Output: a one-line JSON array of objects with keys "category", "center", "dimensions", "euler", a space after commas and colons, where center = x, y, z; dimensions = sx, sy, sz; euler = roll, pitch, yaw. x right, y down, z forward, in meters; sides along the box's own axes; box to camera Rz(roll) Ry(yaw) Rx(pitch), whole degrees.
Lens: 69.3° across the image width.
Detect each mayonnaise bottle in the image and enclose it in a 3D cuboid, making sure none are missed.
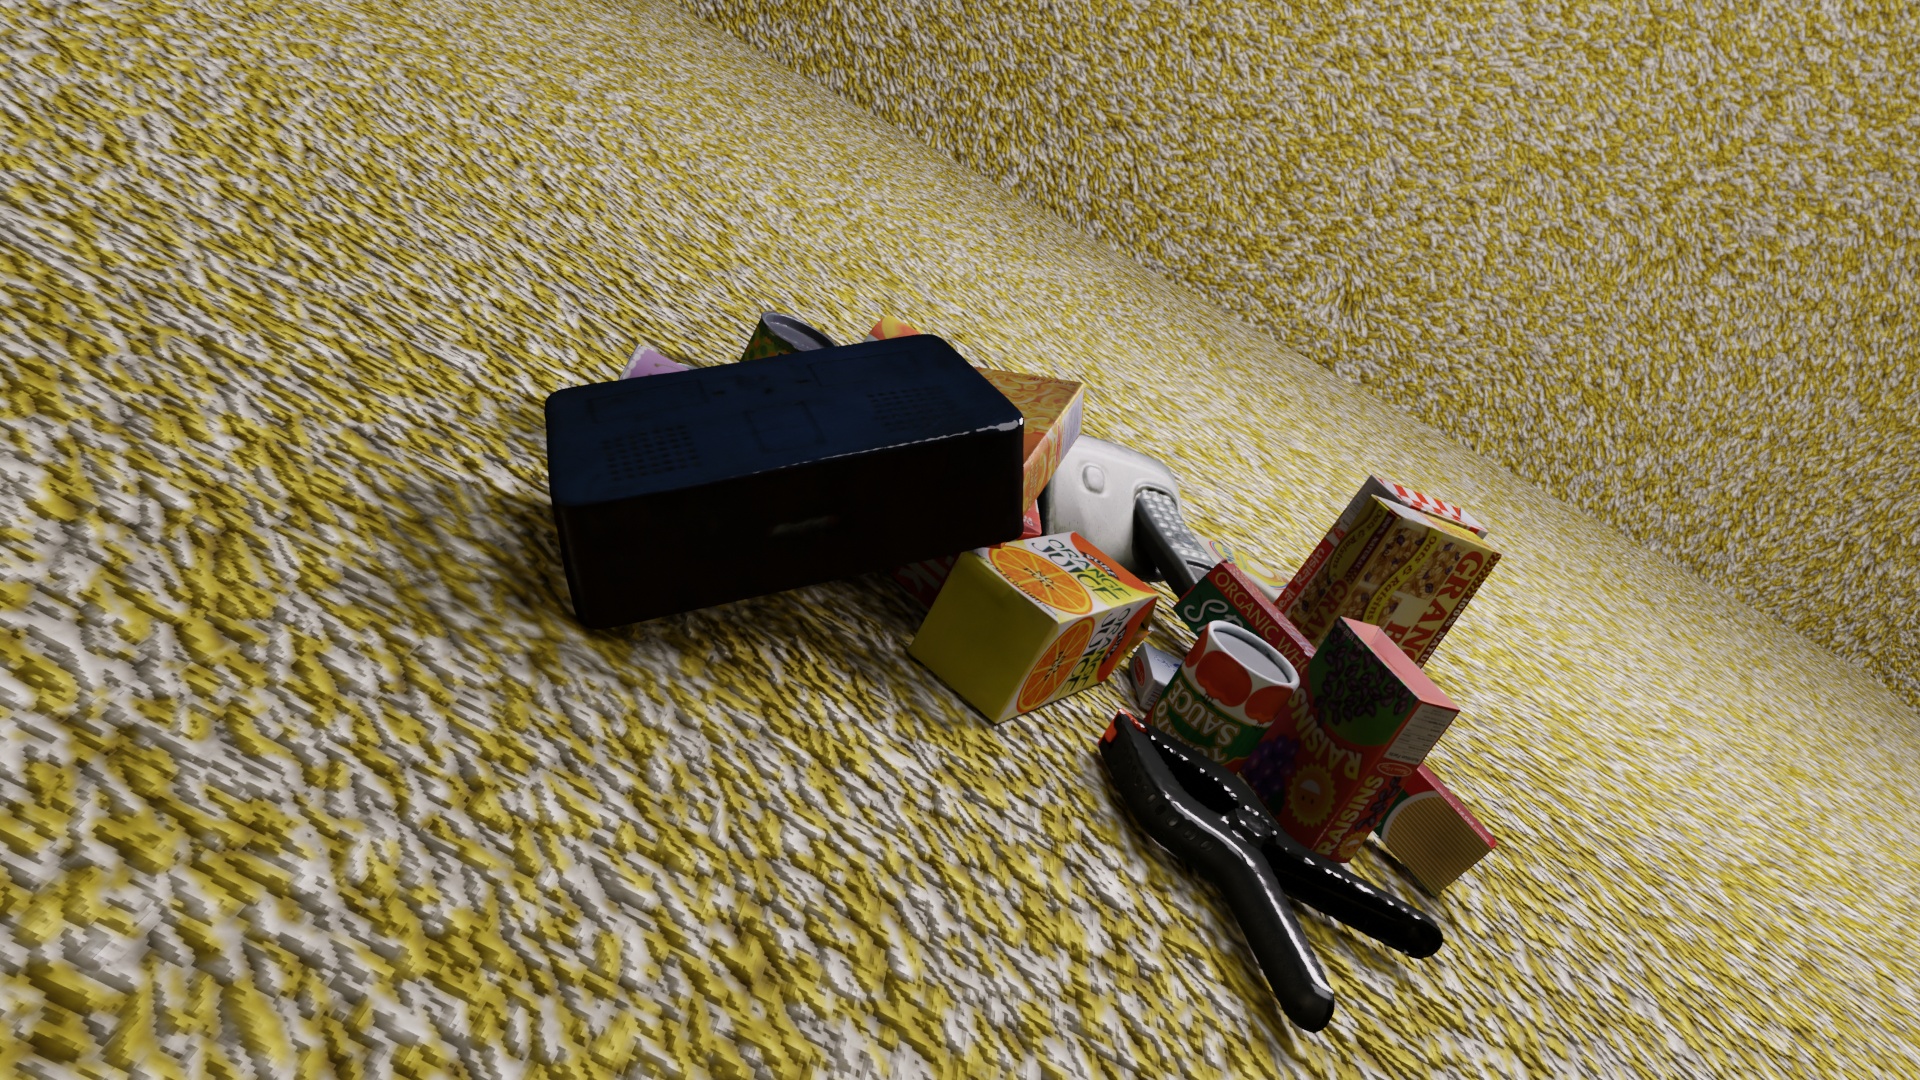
[{"category": "mayonnaise bottle", "center": [0.217, 0.027, 1.164], "dimensions": [0.148, 0.041, 0.065], "euler": [26, 22, -12]}]

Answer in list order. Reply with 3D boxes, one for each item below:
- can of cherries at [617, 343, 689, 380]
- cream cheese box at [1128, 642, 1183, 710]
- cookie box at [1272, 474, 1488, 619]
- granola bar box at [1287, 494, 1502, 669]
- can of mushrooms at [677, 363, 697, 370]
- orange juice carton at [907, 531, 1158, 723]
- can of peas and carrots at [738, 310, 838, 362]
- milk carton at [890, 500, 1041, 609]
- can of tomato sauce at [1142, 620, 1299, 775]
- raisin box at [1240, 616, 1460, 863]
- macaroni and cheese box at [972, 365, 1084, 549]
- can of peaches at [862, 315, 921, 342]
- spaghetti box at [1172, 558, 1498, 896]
[{"category": "can of cherries", "center": [-0.179, -0.076, 0.828], "dimensions": [0.058, 0.071, 0.072], "euler": [26, 20, -12]}, {"category": "cream cheese box", "center": [0.163, 0.109, 0.921], "dimensions": [0.104, 0.024, 0.053], "euler": [26, 22, -12]}, {"category": "cookie box", "center": [0.324, 0.036, 1.108], "dimensions": [0.123, 0.166, 0.040], "euler": [14, 28, -38]}, {"category": "granola bar box", "center": [0.316, 0.055, 1.054], "dimensions": [0.124, 0.165, 0.039], "euler": [16, 23, -33]}, {"category": "can of mushrooms", "center": [-0.170, -0.085, 0.911], "dimensions": [0.071, 0.033, 0.071], "euler": [26, 20, -10]}, {"category": "orange juice carton", "center": [0.057, 0.047, 0.853], "dimensions": [0.072, 0.072, 0.193], "euler": [37, 21, 22]}, {"category": "can of peas and carrots", "center": [-0.129, -0.128, 1.030], "dimensions": [0.071, 0.058, 0.071], "euler": [26, 21, -11]}, {"category": "milk carton", "center": [0.003, -0.012, 0.917], "dimensions": [0.073, 0.072, 0.191], "euler": [26, 21, -11]}, {"category": "can of tomato sauce", "center": [0.156, 0.101, 0.845], "dimensions": [0.071, 0.082, 0.071], "euler": [27, 20, -10]}, {"category": "raisin box", "center": [0.232, 0.121, 0.844], "dimensions": [0.040, 0.123, 0.086], "euler": [16, 24, -32]}, {"category": "macaroni and cheese box", "center": [-0.006, -0.057, 0.847], "dimensions": [0.124, 0.040, 0.167], "euler": [10, 31, 17]}, {"category": "can of peaches", "center": [-0.052, -0.149, 1.177], "dimensions": [0.058, 0.071, 0.071], "euler": [32, 20, 8]}, {"category": "spaghetti box", "center": [0.239, 0.117, 0.906], "dimensions": [0.250, 0.050, 0.029], "euler": [49, 18, 19]}]
